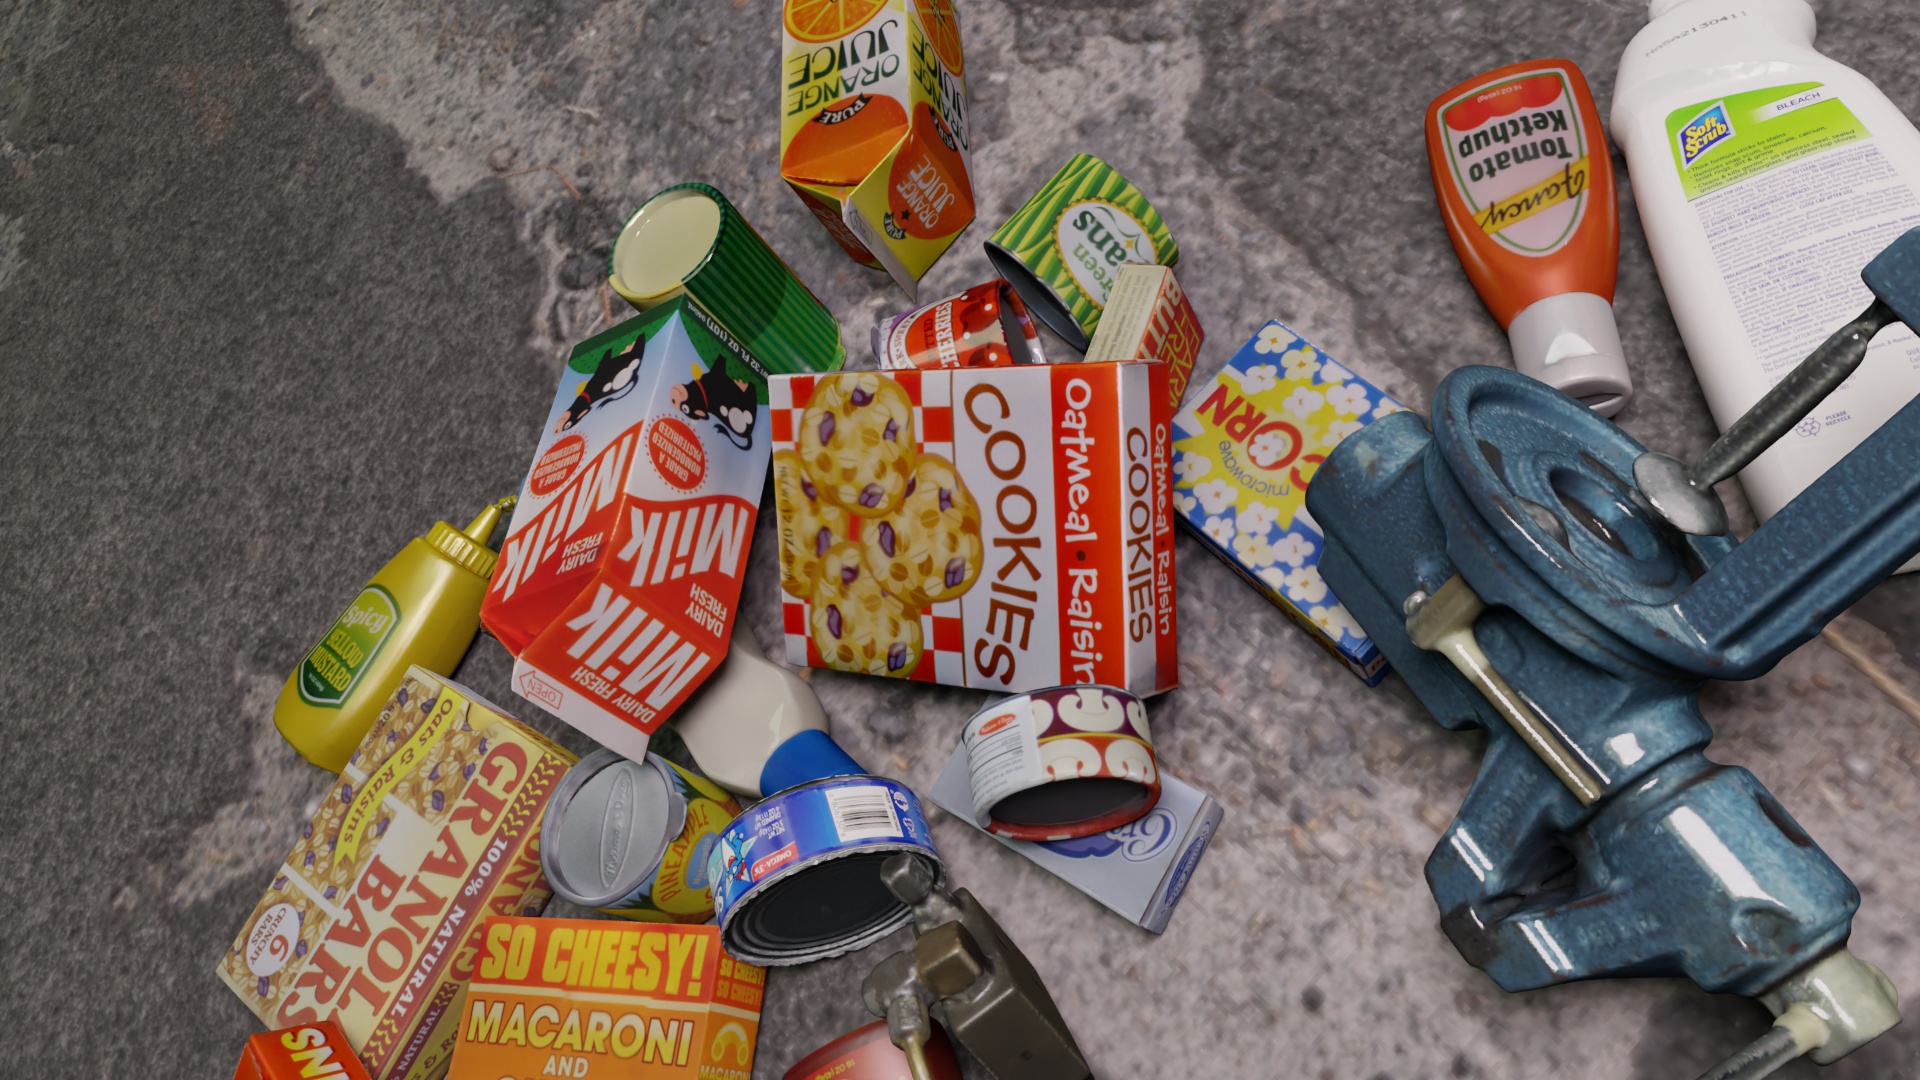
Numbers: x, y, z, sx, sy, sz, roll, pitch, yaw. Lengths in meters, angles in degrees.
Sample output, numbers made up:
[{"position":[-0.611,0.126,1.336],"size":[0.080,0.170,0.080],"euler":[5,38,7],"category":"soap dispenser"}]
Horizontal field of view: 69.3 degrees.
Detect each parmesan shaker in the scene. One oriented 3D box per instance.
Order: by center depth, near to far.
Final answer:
[{"position":[-0.108,-0.114,0.663],"size":[0.071,0.103,0.071],"euler":[-12,60,21],"category":"parmesan shaker"}]

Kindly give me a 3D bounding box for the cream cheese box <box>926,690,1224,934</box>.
[{"position":[0.042,0.099,0.524],"size":[0.104,0.024,0.053],"euler":[24,78,34],"category":"cream cheese box"}]

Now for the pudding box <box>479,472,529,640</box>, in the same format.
[{"position":[-0.197,0.013,0.674],"size":[0.030,0.049,0.084],"euler":[-2,64,24],"category":"pudding box"}]

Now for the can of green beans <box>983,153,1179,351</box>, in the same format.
[{"position":[0.053,-0.127,0.611],"size":[0.058,0.071,0.071],"euler":[-44,54,0],"category":"can of green beans"}]

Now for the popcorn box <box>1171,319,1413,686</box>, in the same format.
[{"position":[0.137,-0.017,0.530],"size":[0.085,0.038,0.127],"euler":[-45,54,-1],"category":"popcorn box"}]

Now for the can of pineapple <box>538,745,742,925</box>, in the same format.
[{"position":[-0.129,0.125,0.576],"size":[0.071,0.057,0.071],"euler":[-11,61,21],"category":"can of pineapple"}]

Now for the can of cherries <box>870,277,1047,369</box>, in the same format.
[{"position":[0.002,-0.076,0.607],"size":[0.058,0.071,0.072],"euler":[-17,59,18],"category":"can of cherries"}]

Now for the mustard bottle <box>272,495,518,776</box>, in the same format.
[{"position":[-0.276,0.040,0.700],"size":[0.065,0.048,0.160],"euler":[27,79,35],"category":"mustard bottle"}]

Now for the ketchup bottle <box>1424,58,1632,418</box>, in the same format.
[{"position":[0.222,-0.114,0.534],"size":[0.064,0.043,0.149],"euler":[-13,60,22],"category":"ketchup bottle"}]

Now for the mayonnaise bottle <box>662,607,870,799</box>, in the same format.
[{"position":[-0.093,0.075,0.596],"size":[0.148,0.041,0.065],"euler":[37,87,34],"category":"mayonnaise bottle"}]

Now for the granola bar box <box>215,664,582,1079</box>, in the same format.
[{"position":[-0.249,0.154,0.633],"size":[0.124,0.039,0.166],"euler":[22,76,33],"category":"granola bar box"}]

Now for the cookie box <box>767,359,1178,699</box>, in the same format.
[{"position":[0.002,-0.007,0.545],"size":[0.167,0.040,0.122],"euler":[3,98,36],"category":"cookie box"}]

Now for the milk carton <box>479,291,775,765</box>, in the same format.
[{"position":[-0.137,-0.005,0.585],"size":[0.073,0.072,0.191],"euler":[-18,48,30],"category":"milk carton"}]

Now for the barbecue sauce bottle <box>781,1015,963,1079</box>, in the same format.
[{"position":[-0.013,0.241,0.466],"size":[0.065,0.043,0.149],"euler":[-32,55,13],"category":"barbecue sauce bottle"}]

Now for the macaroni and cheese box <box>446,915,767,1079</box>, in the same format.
[{"position":[-0.147,0.235,0.539],"size":[0.123,0.040,0.167],"euler":[-5,63,25],"category":"macaroni and cheese box"}]

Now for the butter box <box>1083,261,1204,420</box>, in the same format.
[{"position":[0.069,-0.059,0.576],"size":[0.024,0.053,0.104],"euler":[11,70,32],"category":"butter box"}]

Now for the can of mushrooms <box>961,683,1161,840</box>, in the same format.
[{"position":[0.037,0.078,0.483],"size":[0.071,0.071,0.033],"euler":[-19,57,17],"category":"can of mushrooms"}]

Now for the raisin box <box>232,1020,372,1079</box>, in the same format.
[{"position":[-0.267,0.269,0.553],"size":[0.086,0.040,0.123],"euler":[35,107,34],"category":"raisin box"}]

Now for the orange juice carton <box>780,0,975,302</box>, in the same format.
[{"position":[-0.042,-0.214,0.701],"size":[0.073,0.071,0.193],"euler":[-15,59,20],"category":"orange juice carton"}]
